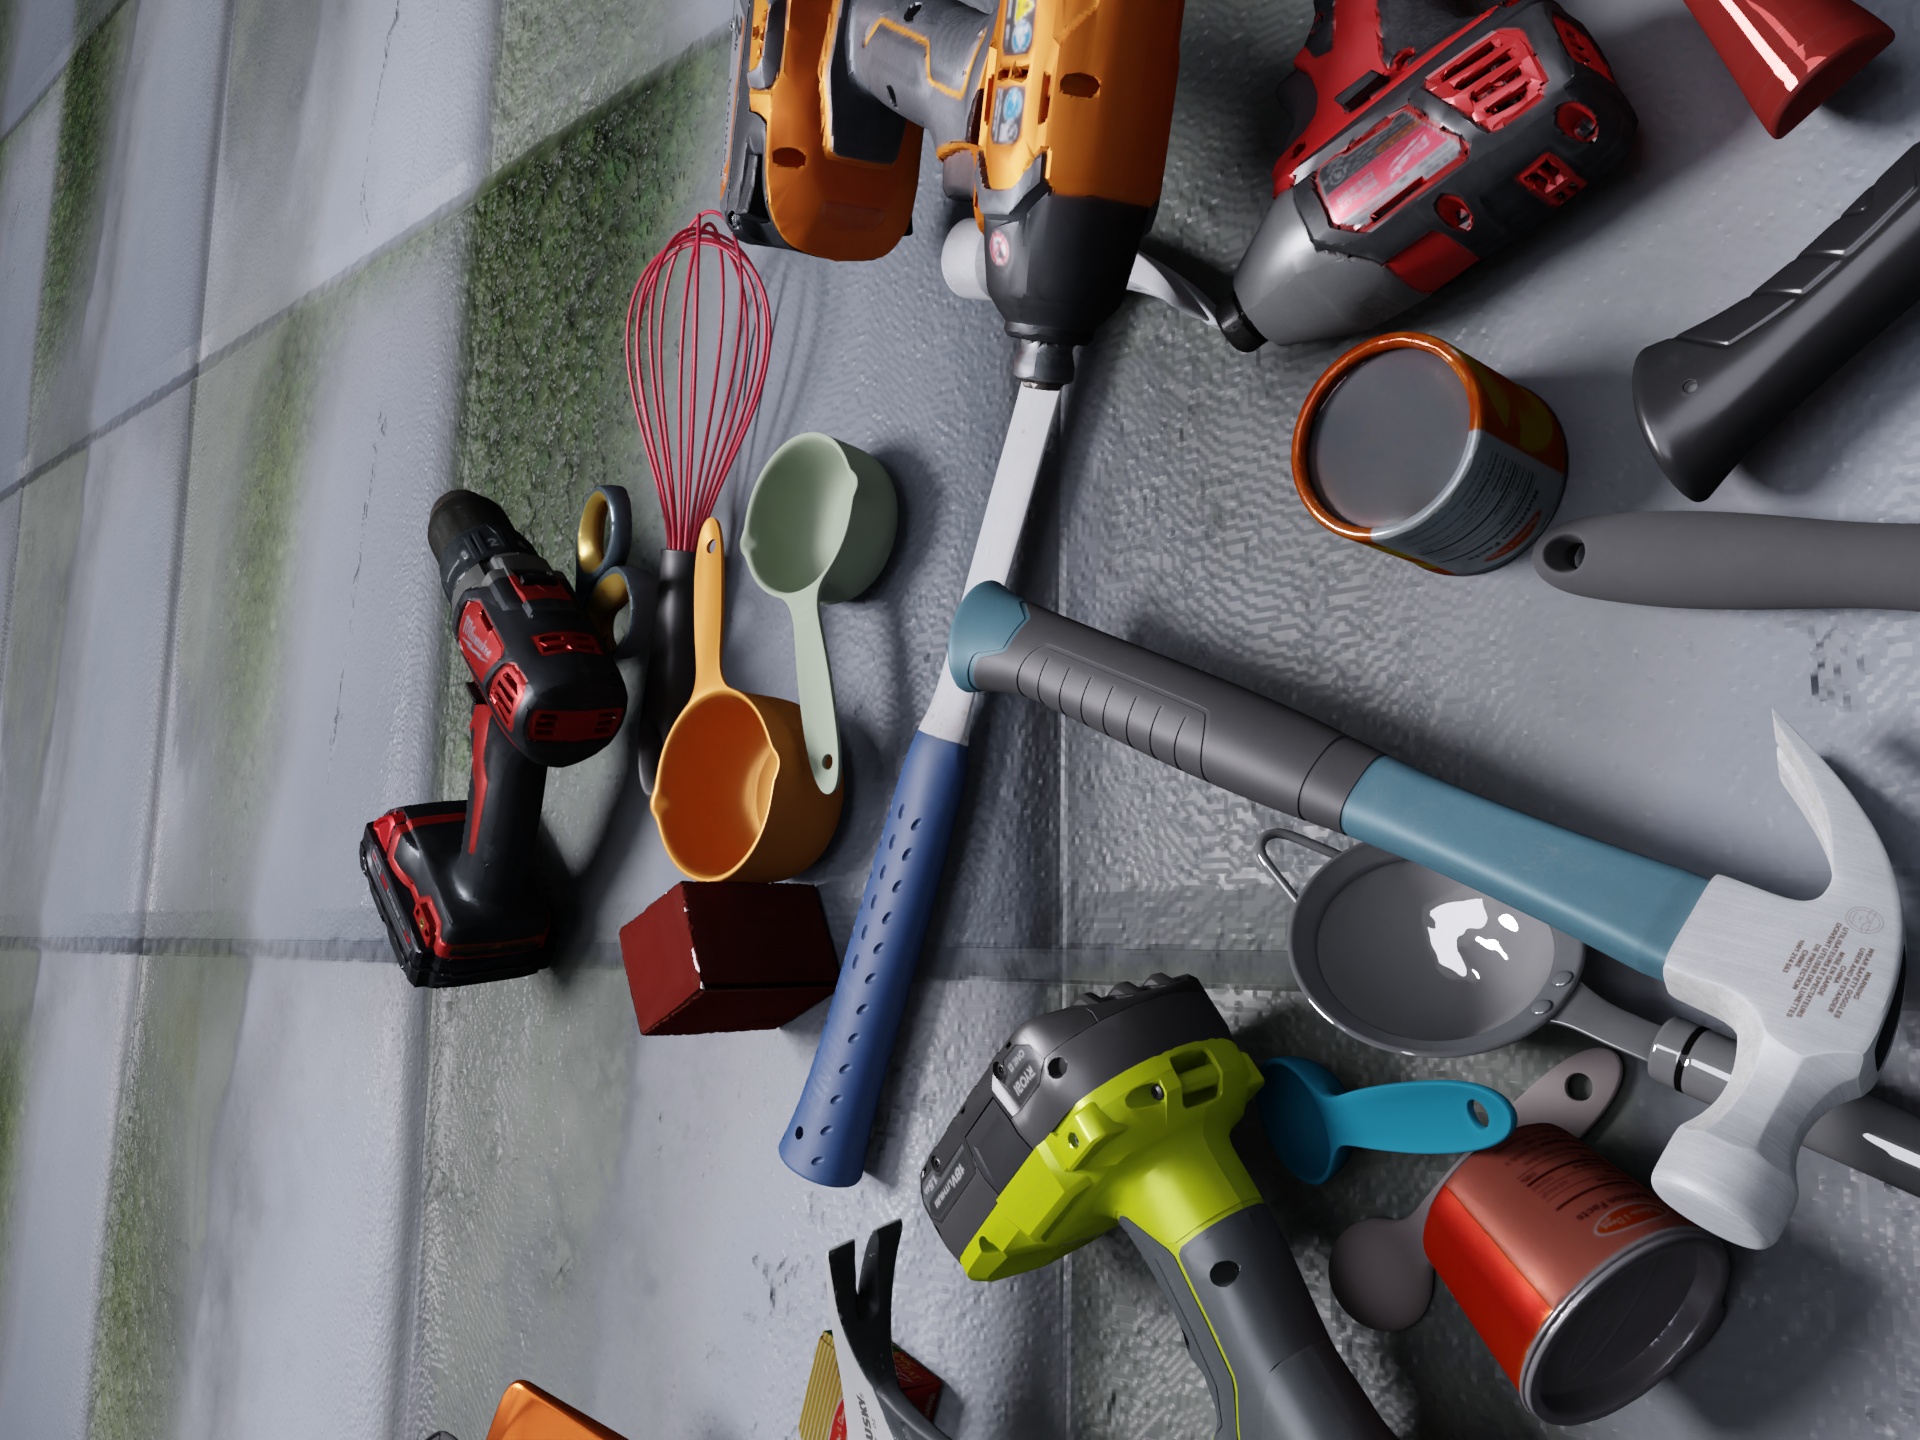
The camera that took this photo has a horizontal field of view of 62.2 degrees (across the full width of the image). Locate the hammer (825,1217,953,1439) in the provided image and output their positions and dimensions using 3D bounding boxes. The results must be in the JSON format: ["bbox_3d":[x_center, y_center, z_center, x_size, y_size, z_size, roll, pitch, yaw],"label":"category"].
[{"bbox_3d":[0.072,0.254,0.429,0.409,0.036,0.149,0,103,57],"label":"hammer"}]

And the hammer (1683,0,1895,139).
[{"bbox_3d":[0.157,-0.320,0.494,0.036,0.149,0.359,-44,61,36],"label":"hammer"}]

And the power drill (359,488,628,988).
[{"bbox_3d":[-0.253,0.007,0.839,0.188,0.080,0.226,51,130,37],"label":"power drill"}]

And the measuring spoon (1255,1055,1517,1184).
[{"bbox_3d":[0.131,0.118,0.481,0.128,0.021,0.042,-35,70,65],"label":"measuring spoon"}]

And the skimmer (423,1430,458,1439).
[{"bbox_3d":[-0.090,0.353,0.594,0.363,0.090,0.127,-2,80,20],"label":"skimmer"}]

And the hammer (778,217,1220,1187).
[{"bbox_3d":[-0.001,-0.002,0.652,0.144,0.035,0.405,22,98,45],"label":"hammer"}]

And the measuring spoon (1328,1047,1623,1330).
[{"bbox_3d":[0.154,0.142,0.485,0.124,0.018,0.034,-54,50,23],"label":"measuring spoon"}]

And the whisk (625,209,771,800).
[{"bbox_3d":[-0.136,-0.104,0.794,0.073,0.073,0.296,11,97,45],"label":"whisk"}]

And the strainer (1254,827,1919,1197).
[{"bbox_3d":[0.189,0.091,0.437,0.087,0.050,0.259,-41,40,-25],"label":"strainer"}]

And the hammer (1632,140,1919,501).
[{"bbox_3d":[0.302,-0.179,0.377,0.334,0.035,0.146,-47,53,27],"label":"hammer"}]

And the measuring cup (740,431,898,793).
[{"bbox_3d":[-0.056,-0.047,0.713,0.083,0.038,0.168,-22,69,41],"label":"measuring cup"}]

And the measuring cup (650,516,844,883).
[{"bbox_3d":[-0.097,-0.009,0.739,0.095,0.052,0.174,-19,68,42],"label":"measuring cup"}]

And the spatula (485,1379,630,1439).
[{"bbox_3d":[-0.075,0.351,0.617,0.323,0.041,0.081,8,80,38],"label":"spatula"}]

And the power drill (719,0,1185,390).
[{"bbox_3d":[-0.008,-0.218,0.600,0.227,0.084,0.164,26,115,51],"label":"power drill"}]

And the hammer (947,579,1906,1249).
[{"bbox_3d":[0.113,0.019,0.490,0.331,0.033,0.128,26,73,42],"label":"hammer"}]

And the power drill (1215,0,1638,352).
[{"bbox_3d":[0.122,-0.239,0.547,0.143,0.078,0.220,-33,64,37],"label":"power drill"}]

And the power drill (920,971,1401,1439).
[{"bbox_3d":[0.080,0.209,0.499,0.223,0.080,0.171,57,138,31],"label":"power drill"}]

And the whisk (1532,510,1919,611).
[{"bbox_3d":[0.254,-0.035,0.401,0.239,0.055,0.055,11,91,50],"label":"whisk"}]
